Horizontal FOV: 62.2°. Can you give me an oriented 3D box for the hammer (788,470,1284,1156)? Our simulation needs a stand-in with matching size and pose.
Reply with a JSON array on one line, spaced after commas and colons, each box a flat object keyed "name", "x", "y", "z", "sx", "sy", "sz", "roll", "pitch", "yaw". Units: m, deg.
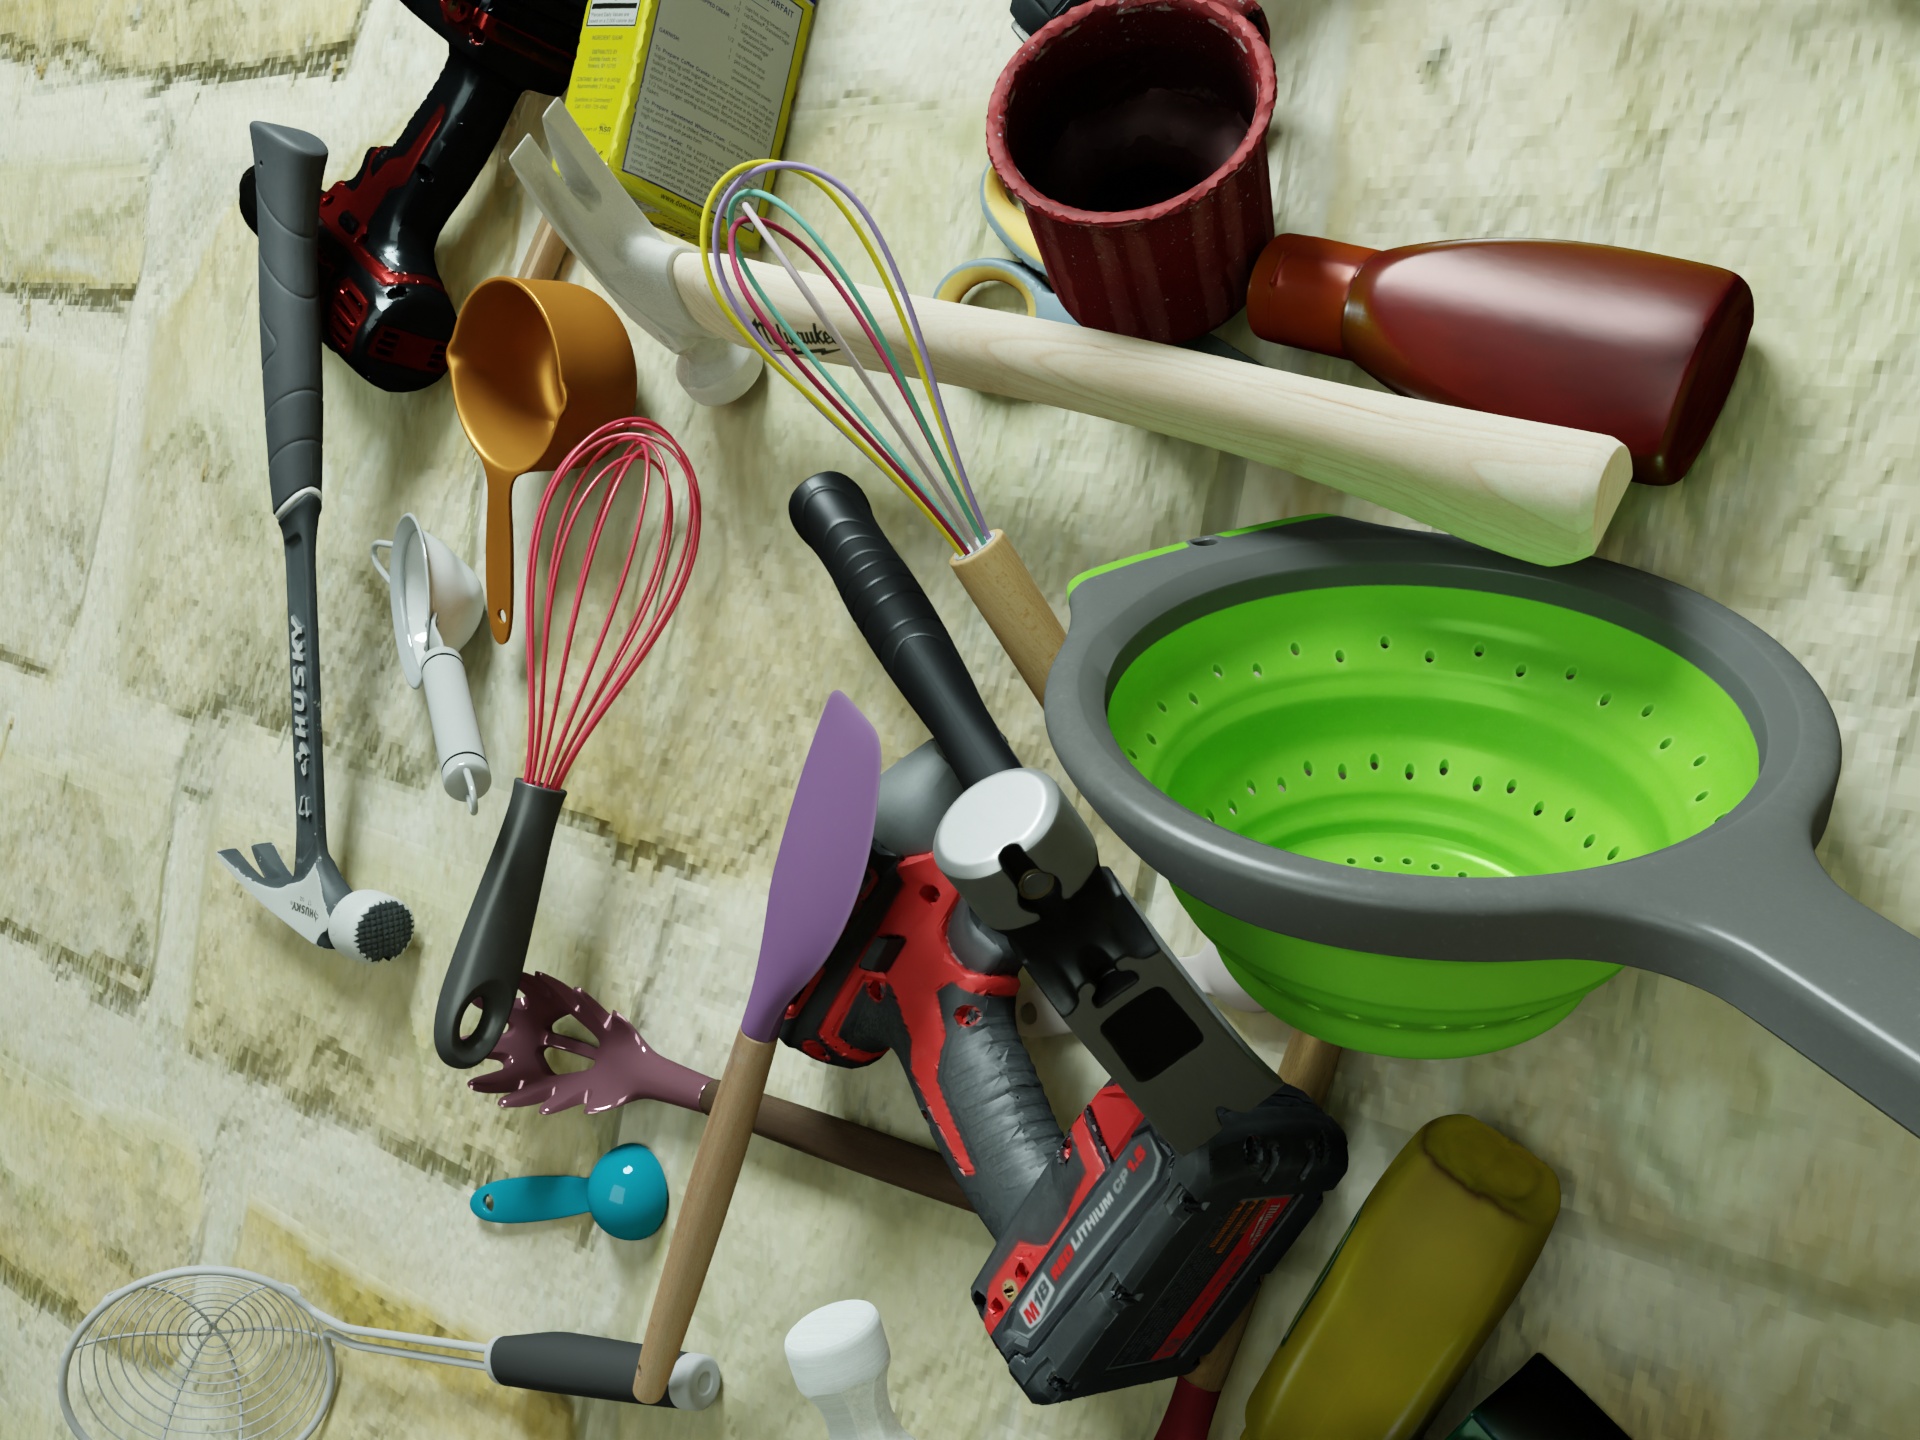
[{"name": "hammer", "x": -0.001, "y": -0.002, "z": 0.509, "sx": 0.035, "sy": 0.146, "sz": 0.335, "roll": -36, "pitch": 34, "yaw": 2}]

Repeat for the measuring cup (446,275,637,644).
[{"name": "measuring cup", "x": -0.195, "y": -0.121, "z": 0.750, "sx": 0.095, "sy": 0.052, "sz": 0.173, "roll": 26, "pitch": 118, "yaw": 35}]

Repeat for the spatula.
[{"name": "spatula", "x": -0.080, "y": 0.137, "z": 0.590, "sx": 0.060, "sy": 0.018, "sz": 0.315, "roll": 47, "pitch": 125, "yaw": 49}]

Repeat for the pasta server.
[{"name": "pasta server", "x": -0.087, "y": 0.160, "z": 0.650, "sx": 0.316, "sy": 0.040, "sz": 0.060, "roll": 9, "pitch": 80, "yaw": 34}]

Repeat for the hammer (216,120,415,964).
[{"name": "hammer", "x": -0.334, "y": -0.088, "z": 0.803, "sx": 0.149, "sy": 0.036, "sz": 0.409, "roll": 9, "pitch": 102, "yaw": 40}]

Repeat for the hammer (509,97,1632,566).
[{"name": "hammer", "x": 0.017, "y": -0.130, "z": 0.546, "sx": 0.411, "sy": 0.146, "sz": 0.038, "roll": 21, "pitch": 73, "yaw": 33}]

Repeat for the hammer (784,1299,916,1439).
[{"name": "hammer", "x": 0.107, "y": 0.209, "z": 0.408, "sx": 0.331, "sy": 0.033, "sz": 0.128, "roll": -13, "pitch": 96, "yaw": 28}]

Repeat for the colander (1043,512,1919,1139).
[{"name": "colander", "x": 0.161, "y": 0.063, "z": 0.386, "sx": 0.398, "sy": 0.204, "sz": 0.094, "roll": -134, "pitch": 34, "yaw": -54}]

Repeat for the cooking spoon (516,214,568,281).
[{"name": "cooking spoon", "x": -0.156, "y": -0.316, "z": 0.755, "sx": 0.069, "sy": 0.017, "sz": 0.319, "roll": 36, "pitch": 105, "yaw": 33}]

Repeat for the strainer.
[{"name": "strainer", "x": -0.236, "y": -0.026, "z": 0.730, "sx": 0.259, "sy": 0.050, "sz": 0.086, "roll": -127, "pitch": 43, "yaw": -53}]

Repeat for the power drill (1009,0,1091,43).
[{"name": "power drill", "x": 0.051, "y": -0.373, "z": 0.583, "sx": 0.190, "sy": 0.080, "sz": 0.229, "roll": -42, "pitch": 66, "yaw": 24}]

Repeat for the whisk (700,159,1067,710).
[{"name": "whisk", "x": -0.010, "y": -0.074, "z": 0.537, "sx": 0.051, "sy": 0.047, "sz": 0.244, "roll": -13, "pitch": 119, "yaw": 45}]

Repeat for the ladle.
[{"name": "ladle", "x": 0.090, "y": 0.196, "z": 0.531, "sx": 0.069, "sy": 0.031, "sz": 0.315, "roll": 20, "pitch": 95, "yaw": 35}]

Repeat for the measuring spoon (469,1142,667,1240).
[{"name": "measuring spoon", "x": -0.186, "y": 0.218, "z": 0.722, "sx": 0.128, "sy": 0.021, "sz": 0.042, "roll": -15, "pitch": 77, "yaw": 32}]

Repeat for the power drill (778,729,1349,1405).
[{"name": "power drill", "x": 0.018, "y": 0.105, "z": 0.547, "sx": 0.220, "sy": 0.078, "sz": 0.143, "roll": 46, "pitch": 113, "yaw": 40}]

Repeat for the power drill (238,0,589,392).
[{"name": "power drill", "x": -0.291, "y": -0.305, "z": 0.816, "sx": 0.188, "sy": 0.080, "sz": 0.226, "roll": 45, "pitch": 113, "yaw": 29}]

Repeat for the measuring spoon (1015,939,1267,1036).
[{"name": "measuring spoon", "x": 0.061, "y": 0.096, "z": 0.564, "sx": 0.124, "sy": 0.018, "sz": 0.034, "roll": -20, "pitch": 74, "yaw": 33}]

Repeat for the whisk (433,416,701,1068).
[{"name": "whisk", "x": -0.179, "y": 0.010, "z": 0.697, "sx": 0.073, "sy": 0.073, "sz": 0.296, "roll": 16, "pitch": 89, "yaw": 35}]

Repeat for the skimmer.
[{"name": "skimmer", "x": -0.271, "y": 0.312, "z": 0.732, "sx": 0.363, "sy": 0.090, "sz": 0.127, "roll": -8, "pitch": 113, "yaw": 32}]
